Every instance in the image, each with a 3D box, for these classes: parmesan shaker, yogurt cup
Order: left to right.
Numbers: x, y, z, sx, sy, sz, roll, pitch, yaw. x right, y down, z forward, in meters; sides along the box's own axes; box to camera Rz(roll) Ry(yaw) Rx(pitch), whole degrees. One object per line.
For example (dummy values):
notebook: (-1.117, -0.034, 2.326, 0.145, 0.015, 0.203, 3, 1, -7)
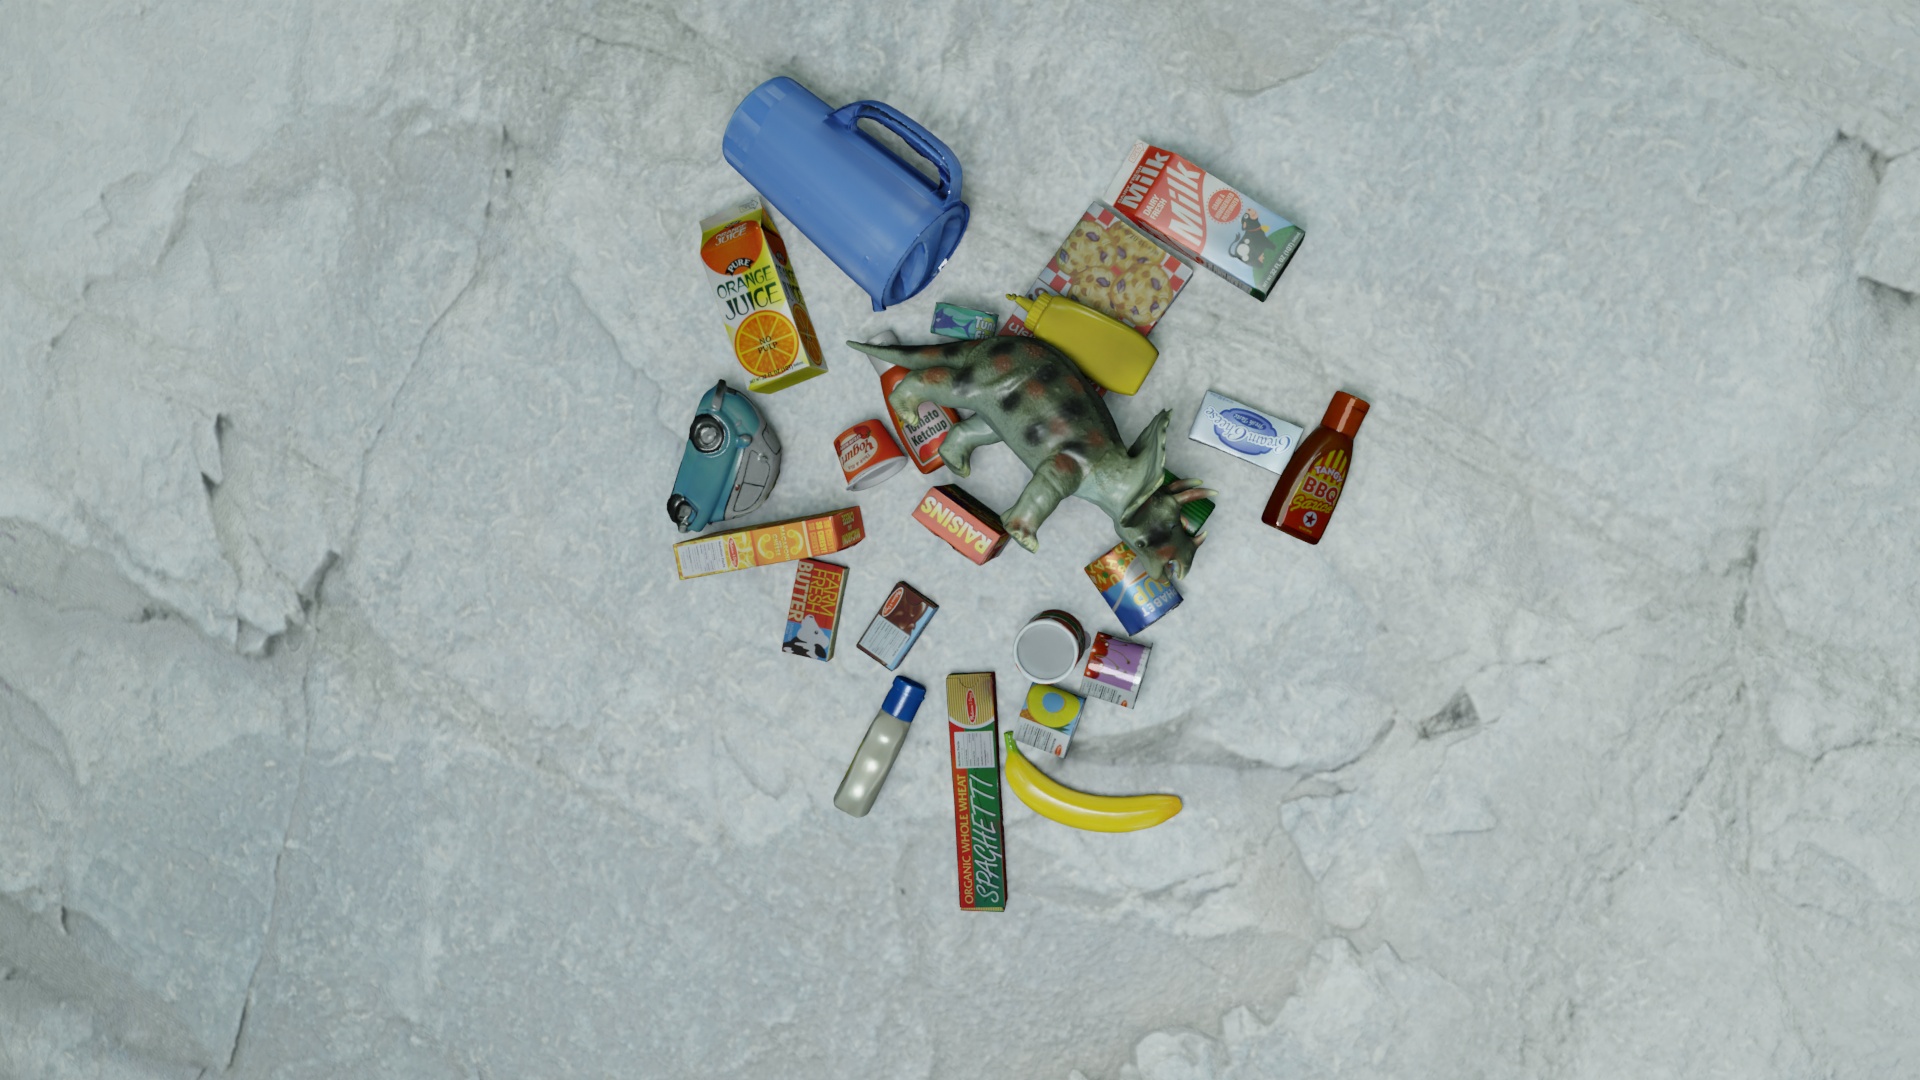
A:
yogurt cup: (-0.096, -0.090, 1.435, 0.072, 0.072, 0.054, -29, 80, 10)
parmesan shaker: (0.195, -0.041, 1.384, 0.103, 0.071, 0.071, 36, 98, 6)

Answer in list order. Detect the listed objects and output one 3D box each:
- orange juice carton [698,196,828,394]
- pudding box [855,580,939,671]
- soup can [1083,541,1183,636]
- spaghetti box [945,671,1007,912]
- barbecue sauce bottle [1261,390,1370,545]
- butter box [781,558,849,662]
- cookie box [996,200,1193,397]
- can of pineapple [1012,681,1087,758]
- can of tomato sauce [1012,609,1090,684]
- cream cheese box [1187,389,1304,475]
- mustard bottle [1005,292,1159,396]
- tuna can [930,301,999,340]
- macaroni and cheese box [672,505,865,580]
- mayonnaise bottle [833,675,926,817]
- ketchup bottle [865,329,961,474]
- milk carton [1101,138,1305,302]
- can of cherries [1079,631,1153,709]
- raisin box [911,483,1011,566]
orange juice carton: (-0.209, -0.254, 1.440, 0.072, 0.073, 0.192, -20, 89, 11)
pudding box: (-0.065, 0.090, 1.455, 0.050, 0.030, 0.083, 34, 98, 7)
soup can: (0.175, 0.043, 1.392, 0.071, 0.071, 0.084, -35, 87, 10)
spaghetti box: (0.018, 0.262, 1.450, 0.050, 0.029, 0.249, -3, 92, 10)
barbecue sauce bottle: (0.354, -0.073, 1.366, 0.065, 0.044, 0.148, 22, 96, -25)
butter box: (-0.153, 0.072, 1.471, 0.053, 0.024, 0.103, 12, 95, 8)
cookie box: (0.135, -0.236, 1.401, 0.123, 0.040, 0.167, 37, 97, 5)
can of pineapple: (0.092, 0.180, 1.416, 0.058, 0.071, 0.071, 20, 96, 8)
can of tomato sauce: (0.092, 0.107, 1.402, 0.071, 0.083, 0.071, 1, 93, 10)
cream cheese box: (0.285, -0.108, 1.390, 0.104, 0.024, 0.053, 23, 98, 8)
mustard bottle: (0.115, -0.203, 1.359, 0.160, 0.049, 0.065, 33, 99, 6)
tuna can: (0.006, -0.219, 1.408, 0.071, 0.071, 0.032, 13, 97, 9)
macaroni and cheese box: (-0.192, 0.002, 1.424, 0.166, 0.124, 0.040, -10, 95, 10)
mayonnaise bottle: (-0.083, 0.214, 1.450, 0.041, 0.065, 0.148, 26, 93, 5)
ketchup bottle: (-0.049, -0.145, 1.434, 0.064, 0.043, 0.149, -31, 87, 10)
milk carton: (0.237, -0.316, 1.362, 0.191, 0.073, 0.072, 33, 98, 7)
can of cherries: (0.157, 0.129, 1.403, 0.058, 0.071, 0.071, 17, 96, 9)
raisin box: (0.005, -0.017, 1.390, 0.086, 0.123, 0.040, 37, 98, 5)
